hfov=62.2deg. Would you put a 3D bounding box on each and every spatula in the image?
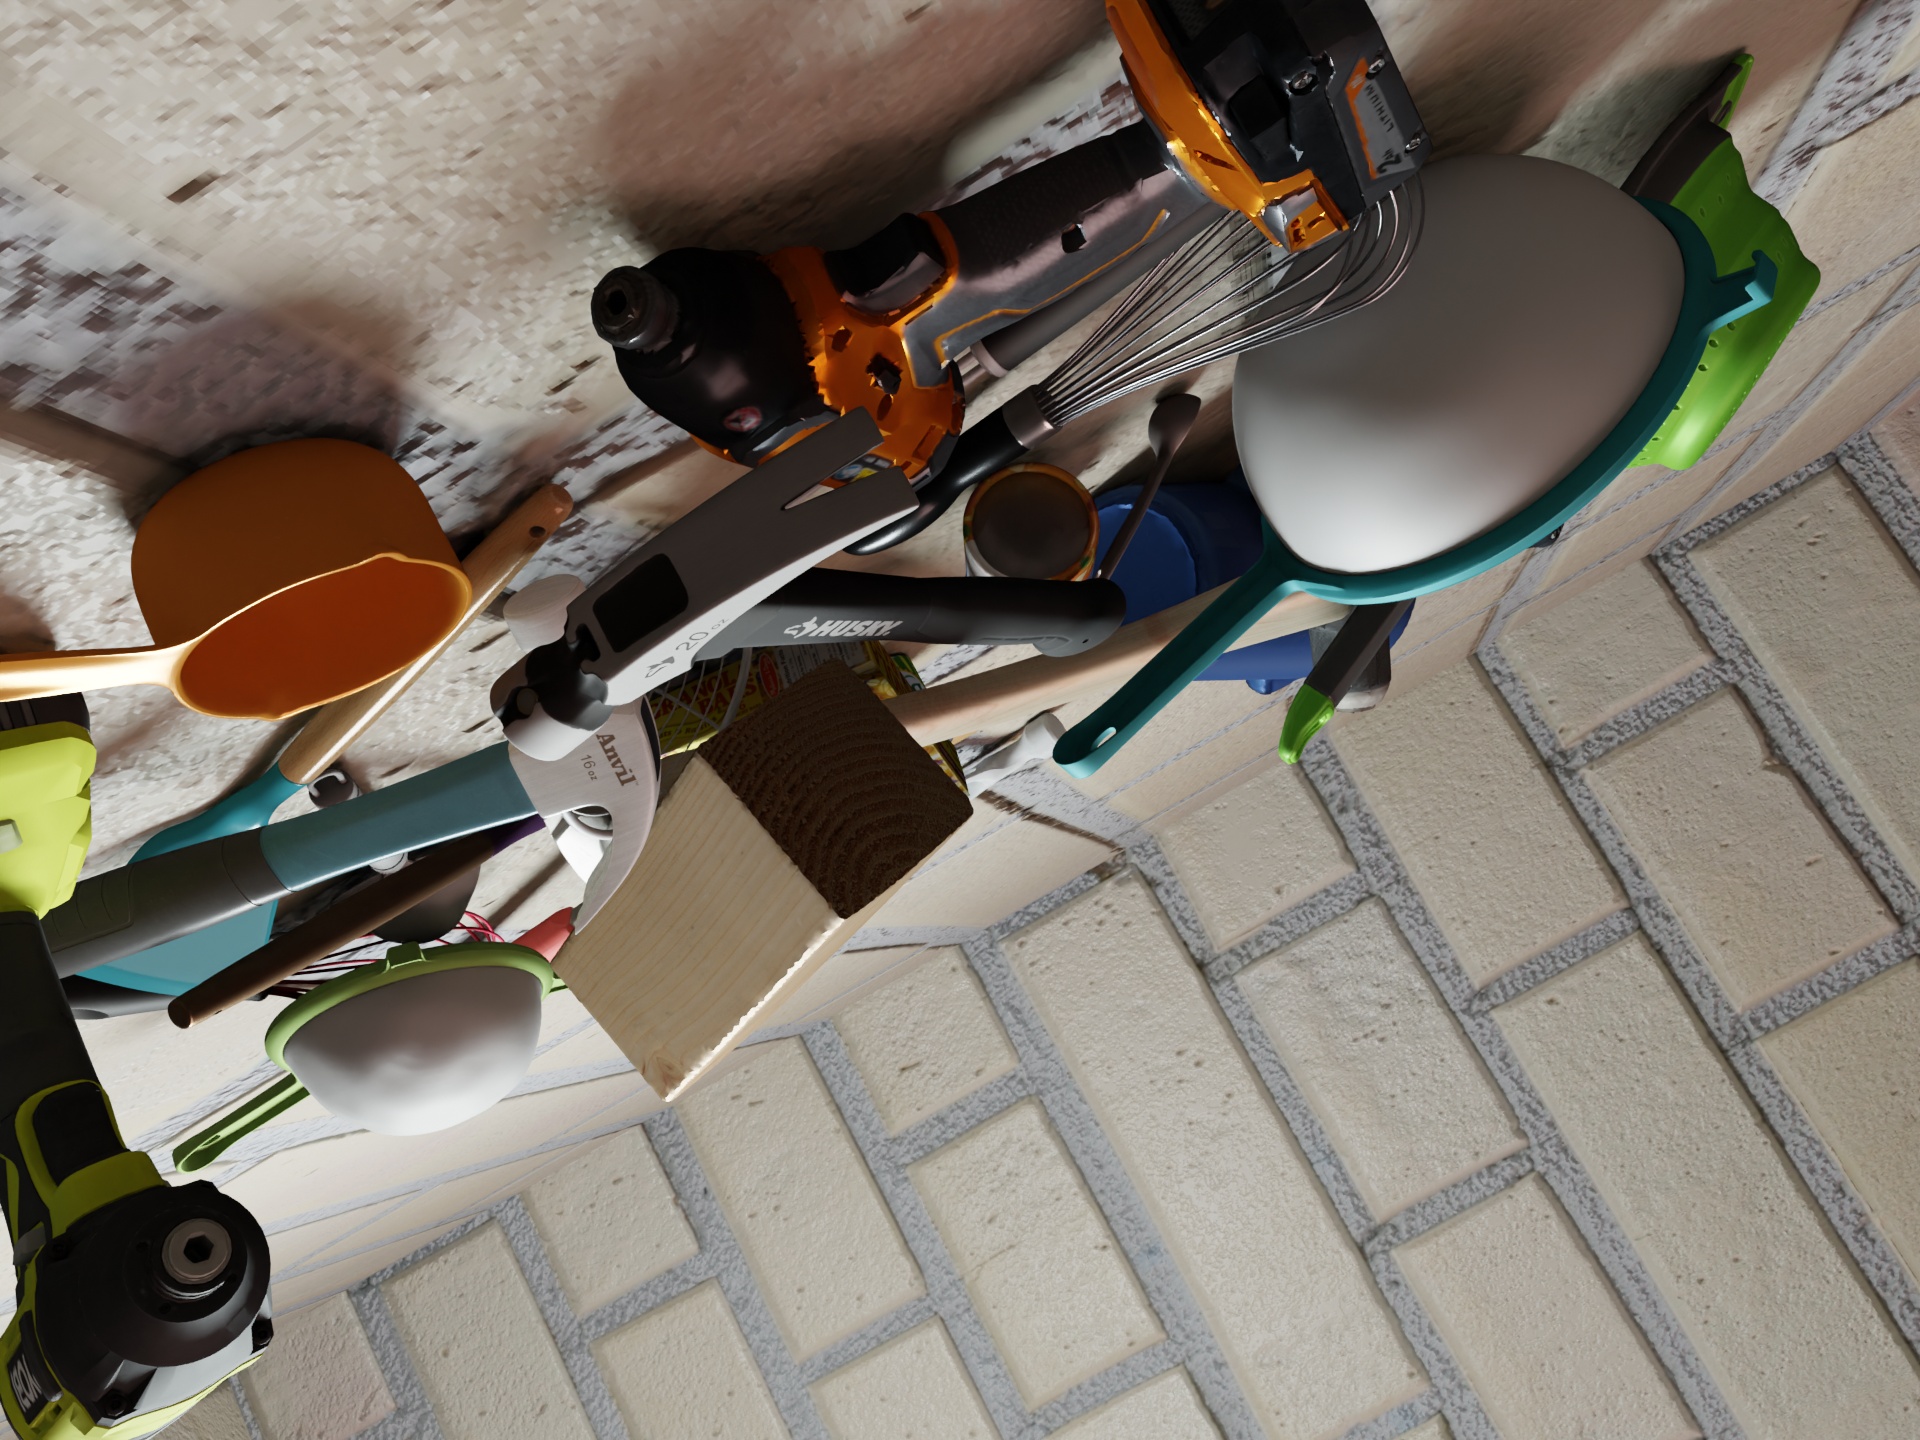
[{"bbox_3d":[-0.245,0.015,0.620,0.082,0.044,0.317,23,130,-41],"label":"spatula"},{"bbox_3d":[-0.241,0.067,0.752,0.059,0.018,0.316,-36,180,29],"label":"spatula"}]

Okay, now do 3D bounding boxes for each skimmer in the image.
[{"bbox_3d":[-0.024,-0.081,0.610,0.363,0.090,0.127,-33,164,19],"label":"skimmer"}]

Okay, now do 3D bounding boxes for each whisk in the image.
[{"bbox_3d":[-0.354,0.135,0.843,0.073,0.073,0.295,-34,160,24],"label":"whisk"},{"bbox_3d":[0.055,-0.138,0.640,0.284,0.070,0.070,-30,169,29],"label":"whisk"}]

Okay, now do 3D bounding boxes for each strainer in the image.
[{"bbox_3d":[0.141,-0.115,0.665,0.340,0.095,0.211,-44,-152,12],"label":"strainer"},{"bbox_3d":[-0.281,0.070,0.780,0.087,0.050,0.258,-22,163,-14],"label":"strainer"},{"bbox_3d":[-0.329,0.207,0.863,0.256,0.069,0.151,-32,155,15],"label":"strainer"}]

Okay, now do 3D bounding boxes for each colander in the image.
[{"bbox_3d":[0.302,-0.124,0.783,0.397,0.094,0.204,-55,163,1],"label":"colander"}]

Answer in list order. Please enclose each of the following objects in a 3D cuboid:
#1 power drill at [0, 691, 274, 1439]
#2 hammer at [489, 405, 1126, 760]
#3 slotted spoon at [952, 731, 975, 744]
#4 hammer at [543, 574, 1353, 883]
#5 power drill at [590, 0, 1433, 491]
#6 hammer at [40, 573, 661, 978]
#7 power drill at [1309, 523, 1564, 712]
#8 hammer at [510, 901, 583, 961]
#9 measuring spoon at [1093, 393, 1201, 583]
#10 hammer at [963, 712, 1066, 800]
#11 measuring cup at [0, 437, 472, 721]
[{"bbox_3d":[-0.274,0.100,0.475,0.080,0.223,0.171,-18,163,-43],"label":"power drill"},{"bbox_3d":[-0.011,-0.045,0.600,0.146,0.035,0.334,-35,167,25],"label":"hammer"},{"bbox_3d":[-0.054,0.034,1.166,0.314,0.031,0.070,-29,168,-9],"label":"slotted spoon"},{"bbox_3d":[-0.001,-0.003,0.799,0.410,0.038,0.146,-17,152,-5],"label":"hammer"},{"bbox_3d":[0.009,-0.145,0.459,0.226,0.084,0.164,-30,168,22],"label":"power drill"},{"bbox_3d":[-0.268,0.055,0.596,0.331,0.128,0.033,-18,-152,6],"label":"hammer"},{"bbox_3d":[0.262,-0.116,0.910,0.084,0.185,0.226,6,-161,45],"label":"power drill"},{"bbox_3d":[-0.271,0.149,1.019,0.359,0.036,0.149,-33,-161,37],"label":"hammer"},{"bbox_3d":[0.083,-0.110,0.770,0.124,0.018,0.034,-62,-170,-17],"label":"measuring spoon"},{"bbox_3d":[-0.046,0.068,1.192,0.144,0.035,0.405,-34,174,24],"label":"hammer"},{"bbox_3d":[-0.224,-0.038,0.440,0.173,0.052,0.095,-13,160,-47],"label":"measuring cup"}]
